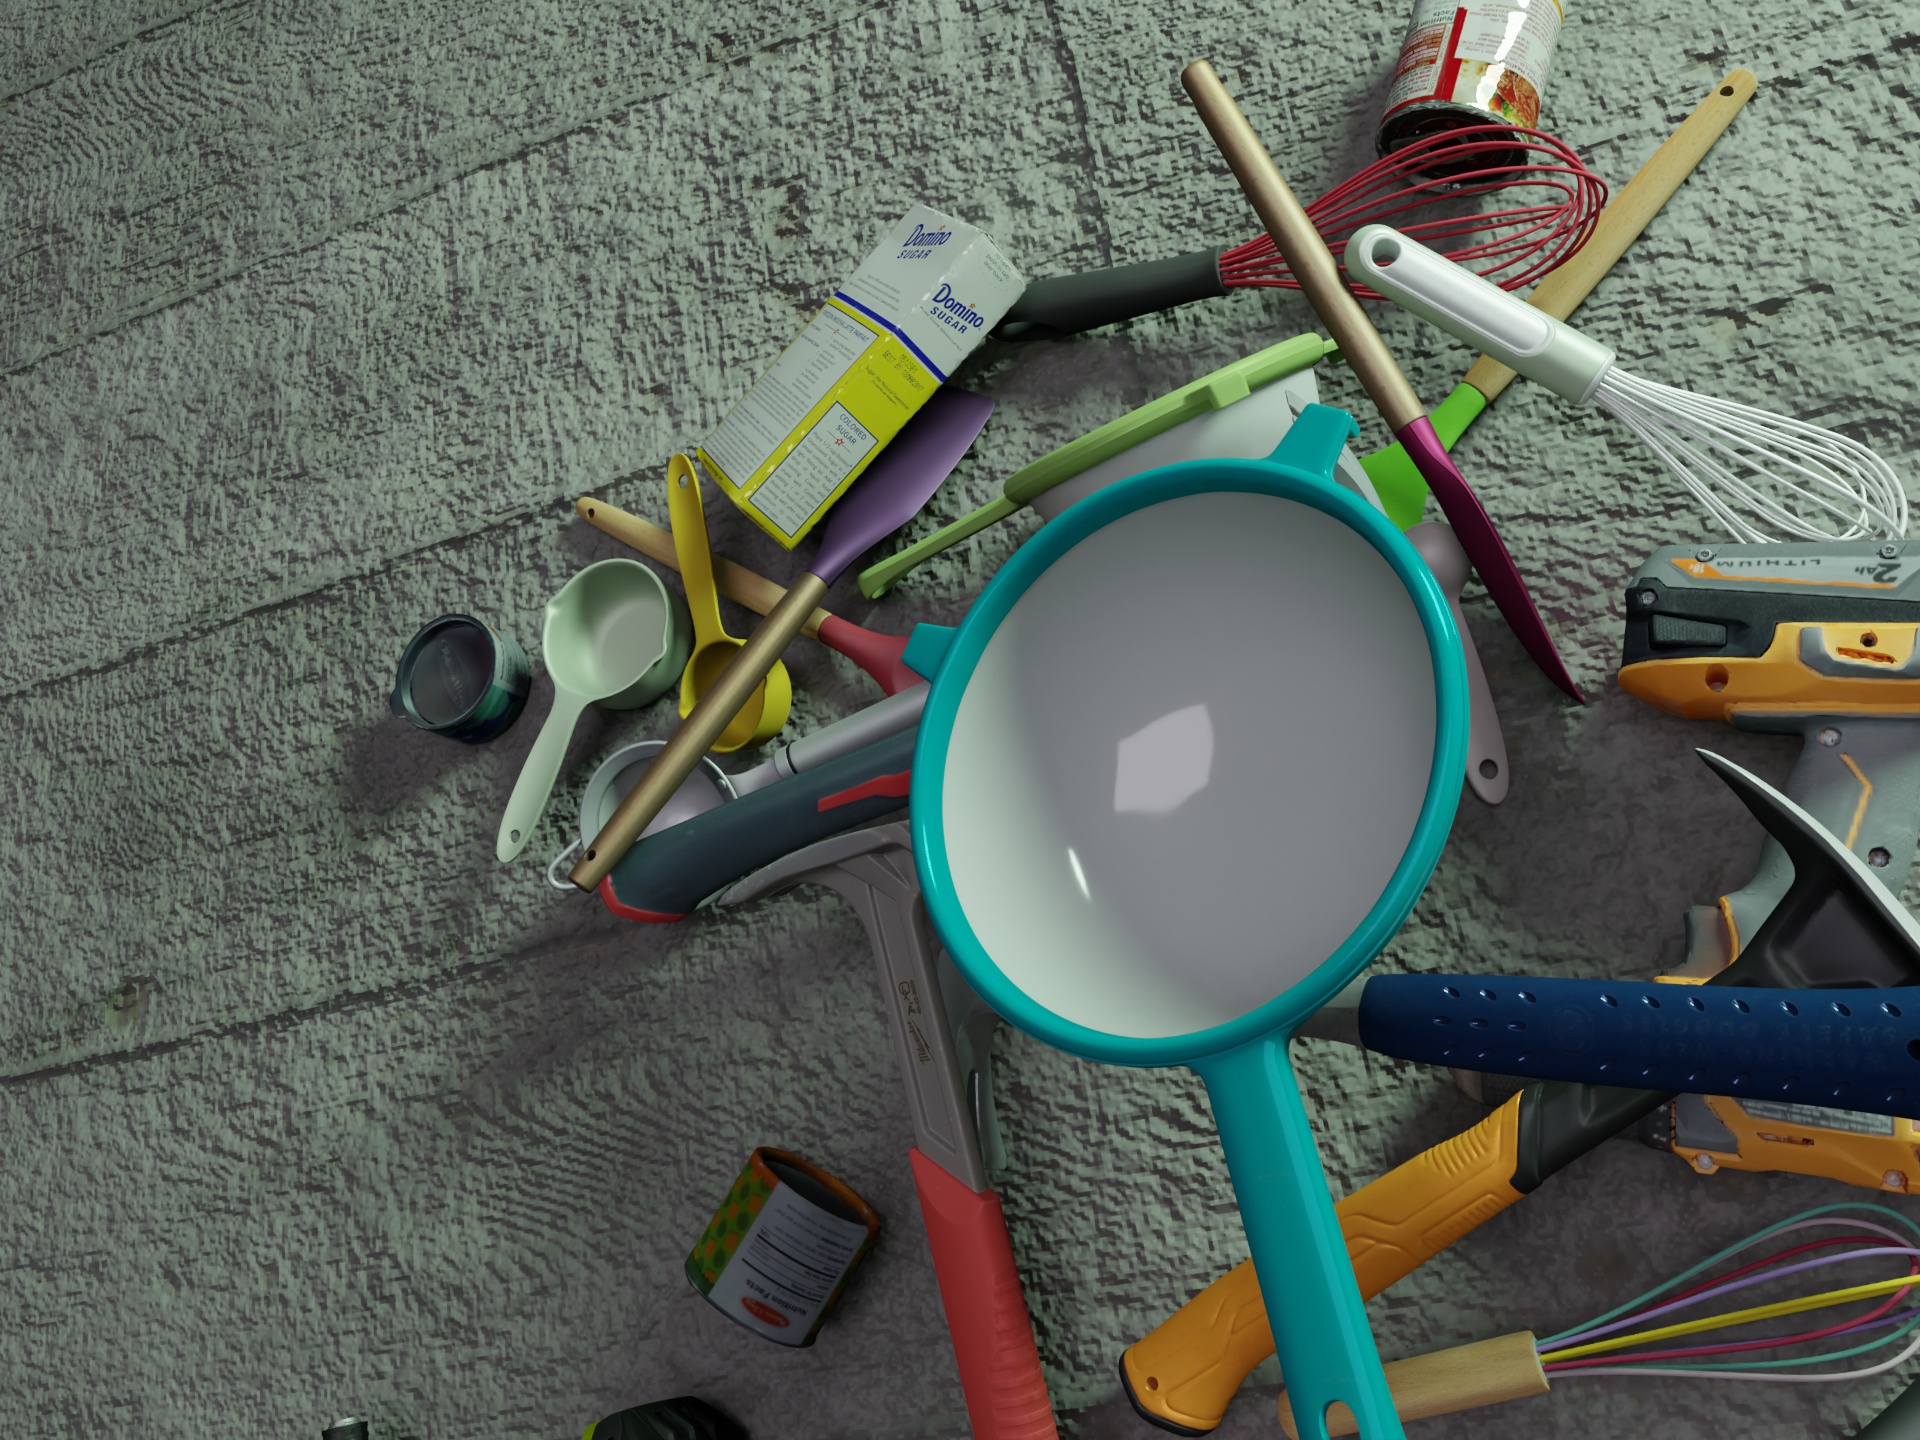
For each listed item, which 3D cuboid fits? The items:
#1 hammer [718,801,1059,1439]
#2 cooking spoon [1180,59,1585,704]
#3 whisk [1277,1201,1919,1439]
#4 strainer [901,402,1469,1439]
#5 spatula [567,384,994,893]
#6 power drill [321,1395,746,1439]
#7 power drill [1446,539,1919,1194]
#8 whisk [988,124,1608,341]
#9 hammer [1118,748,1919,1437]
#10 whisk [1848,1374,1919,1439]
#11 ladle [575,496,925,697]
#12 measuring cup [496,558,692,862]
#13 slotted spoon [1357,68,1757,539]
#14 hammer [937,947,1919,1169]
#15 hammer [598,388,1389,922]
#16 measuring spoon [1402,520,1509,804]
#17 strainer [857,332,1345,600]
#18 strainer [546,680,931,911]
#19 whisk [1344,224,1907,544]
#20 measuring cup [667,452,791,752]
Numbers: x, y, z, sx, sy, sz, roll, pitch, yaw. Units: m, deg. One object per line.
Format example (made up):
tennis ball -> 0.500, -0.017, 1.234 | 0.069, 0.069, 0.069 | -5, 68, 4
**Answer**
hammer -> -0.001, 0.220, 0.639 | 0.149, 0.036, 0.359 | -20, 80, 36
cooking spoon -> 0.174, -0.144, 0.663 | 0.017, 0.068, 0.319 | -31, 80, 20
whisk -> 0.231, 0.225, 0.575 | 0.245, 0.047, 0.051 | -22, 90, 20
strainer -> 0.102, 0.077, 0.536 | 0.211, 0.095, 0.341 | -28, 59, 28
spatula -> -0.086, -0.048, 0.761 | 0.060, 0.018, 0.316 | 21, 66, 32
power drill -> -0.200, 0.379, 0.693 | 0.223, 0.080, 0.171 | -21, 68, 19
power drill -> 0.282, 0.052, 0.590 | 0.185, 0.084, 0.226 | 2, 80, 28
whisk -> 0.140, -0.212, 0.731 | 0.296, 0.073, 0.073 | -4, 73, 31
hammer -> 0.182, 0.157, 0.577 | 0.337, 0.034, 0.127 | -43, 62, 22
whisk -> 0.305, 0.256, 0.536 | 0.239, 0.055, 0.055 | -42, 63, 2
ladle -> -0.088, -0.055, 0.803 | 0.316, 0.031, 0.069 | 28, 103, 29
measuring cup -> -0.194, -0.001, 0.826 | 0.083, 0.038, 0.167 | 21, 85, 26
slotted spoon -> 0.241, -0.165, 0.700 | 0.070, 0.031, 0.314 | 42, 91, 27
hammer -> 0.139, 0.111, 0.576 | 0.405, 0.035, 0.144 | -5, 72, 44
hammer -> -0.001, -0.002, 0.676 | 0.386, 0.143, 0.038 | -22, 34, 19
measuring spoon -> 0.210, -0.026, 0.664 | 0.034, 0.018, 0.124 | -11, 79, -4
strainer -> 0.059, -0.088, 0.723 | 0.256, 0.151, 0.069 | -24, 94, 34
strainer -> -0.085, 0.025, 0.755 | 0.258, 0.050, 0.087 | -24, 93, 21
whisk -> 0.261, -0.132, 0.636 | 0.246, 0.059, 0.058 | 34, 93, 12
measuring cup -> -0.120, -0.060, 0.800 | 0.062, 0.029, 0.156 | -20, 77, 33
